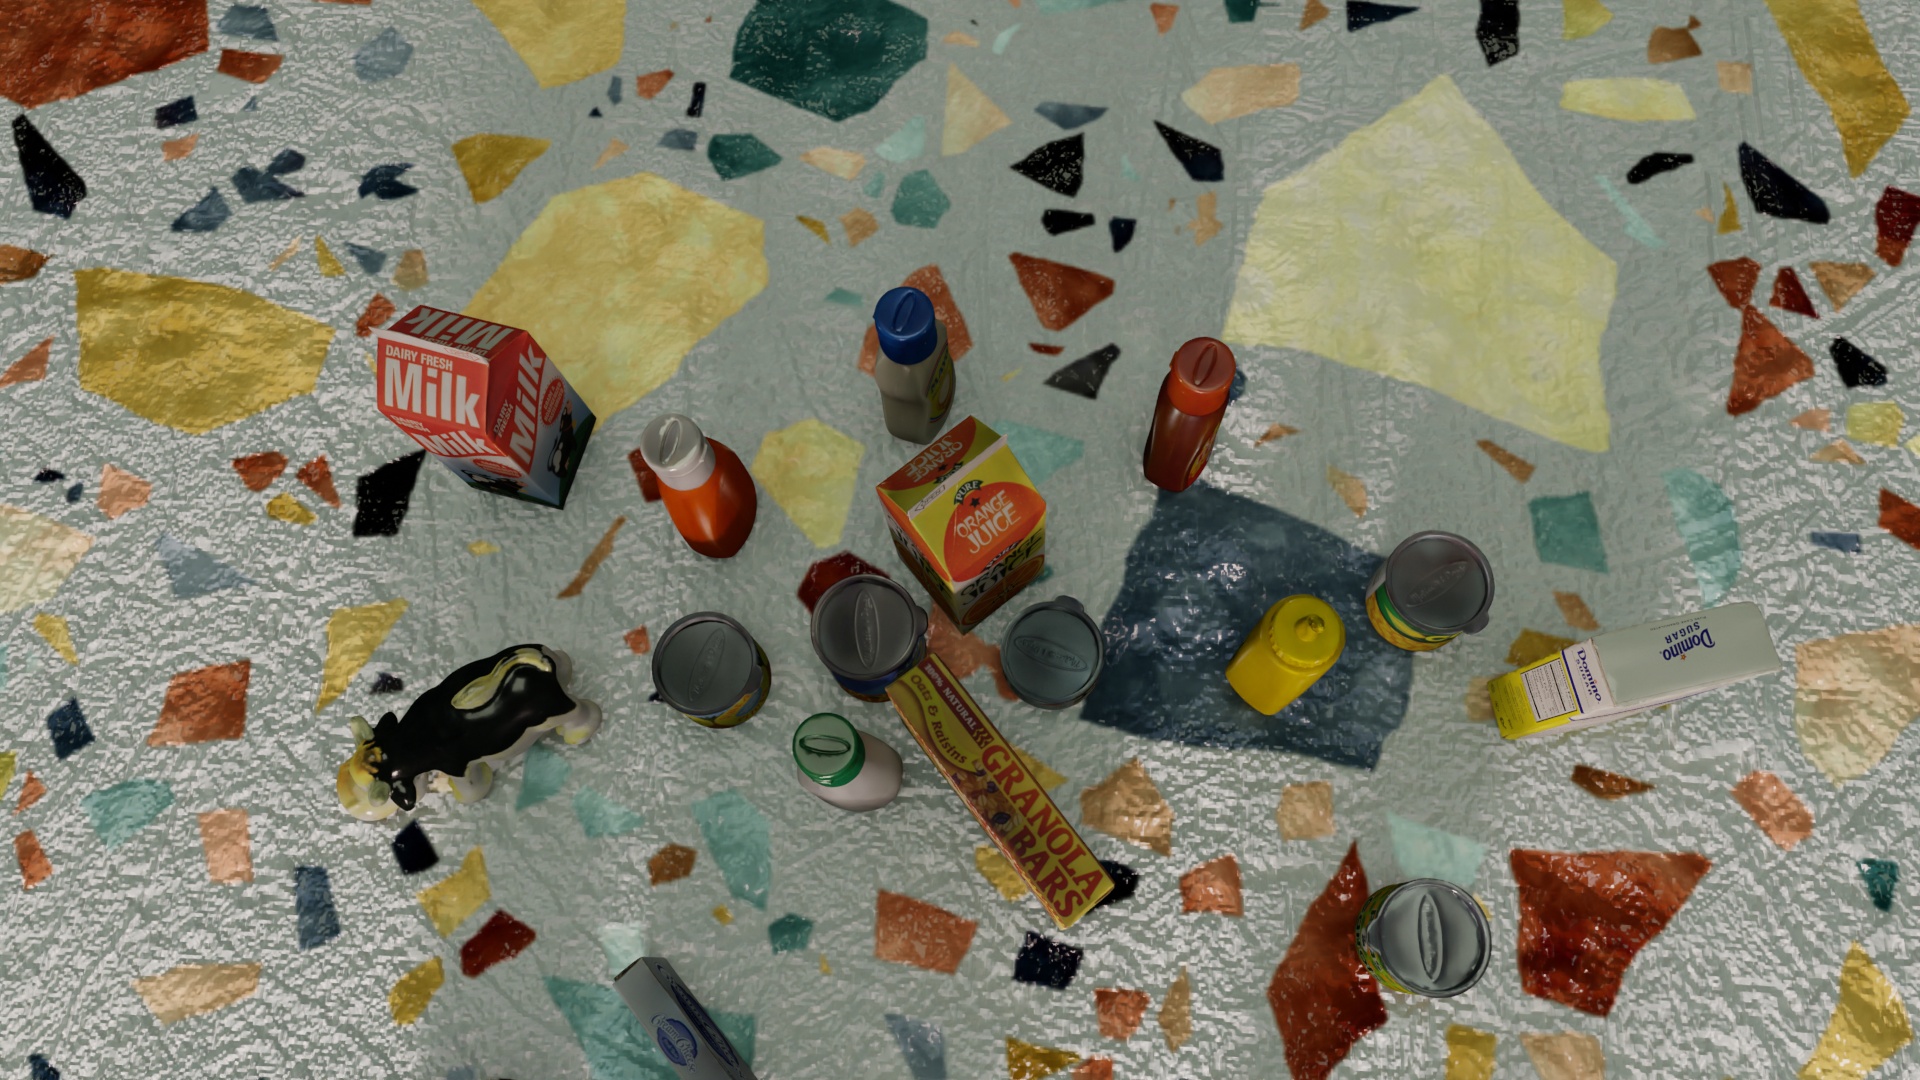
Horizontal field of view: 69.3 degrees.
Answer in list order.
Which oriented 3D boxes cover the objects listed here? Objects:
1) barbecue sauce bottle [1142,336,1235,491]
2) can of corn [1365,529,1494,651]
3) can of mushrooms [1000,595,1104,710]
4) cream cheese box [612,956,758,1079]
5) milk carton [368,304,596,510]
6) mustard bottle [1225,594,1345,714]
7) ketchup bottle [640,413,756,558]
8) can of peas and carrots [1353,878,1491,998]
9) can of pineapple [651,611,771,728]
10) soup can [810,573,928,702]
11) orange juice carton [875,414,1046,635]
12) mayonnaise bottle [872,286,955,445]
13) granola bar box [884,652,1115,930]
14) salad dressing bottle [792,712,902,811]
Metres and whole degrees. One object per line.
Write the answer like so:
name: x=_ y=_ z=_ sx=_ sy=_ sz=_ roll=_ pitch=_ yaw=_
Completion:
barbecue sauce bottle: x=0.144 y=-0.082 z=0.875 sx=0.044 sy=0.148 sz=0.065 roll=23 pitch=76 yaw=9
can of corn: x=0.297 y=0.035 z=0.879 sx=0.071 sy=0.058 sz=0.071 roll=-1 pitch=73 yaw=2
can of mushrooms: x=0.060 y=0.072 z=0.892 sx=0.071 sy=0.033 sz=0.071 roll=-1 pitch=73 yaw=2
cream cheese box: x=-0.161 y=0.294 z=0.824 sx=0.024 sy=0.053 sz=0.104 roll=-40 pitch=76 yaw=-9
milk carton: x=-0.299 y=-0.087 z=0.875 sx=0.072 sy=0.190 sz=0.073 roll=14 pitch=75 yaw=7
mustard bottle: x=0.197 y=0.062 z=0.823 sx=0.065 sy=0.160 sz=0.049 roll=-43 pitch=76 yaw=-9
ketchup bottle: x=-0.164 y=-0.037 z=0.875 sx=0.043 sy=0.148 sz=0.065 roll=10 pitch=74 yaw=6
can of peas and carrots: x=0.269 y=0.235 z=0.820 sx=0.071 sy=0.058 sz=0.071 roll=-1 pitch=73 yaw=2
can of pineapple: x=-0.156 y=0.085 z=0.885 sx=0.071 sy=0.057 sz=0.071 roll=-1 pitch=73 yaw=2
soup can: x=-0.053 y=0.063 z=0.873 sx=0.071 sy=0.083 sz=0.071 roll=-1 pitch=73 yaw=2
orange juice carton: x=0.003 y=-0.010 z=0.837 sx=0.072 sy=0.192 sz=0.073 roll=-38 pitch=75 yaw=-8
mayonnaise bottle: x=-0.030 y=-0.114 z=0.893 sx=0.041 sy=0.147 sz=0.065 roll=19 pitch=75 yaw=8
granola bar box: x=0.024 y=0.151 z=0.822 sx=0.039 sy=0.124 sz=0.166 roll=-37 pitch=75 yaw=-8
salad dressing bottle: x=-0.069 y=0.131 z=0.820 sx=0.064 sy=0.147 sz=0.044 roll=6 pitch=74 yaw=5
